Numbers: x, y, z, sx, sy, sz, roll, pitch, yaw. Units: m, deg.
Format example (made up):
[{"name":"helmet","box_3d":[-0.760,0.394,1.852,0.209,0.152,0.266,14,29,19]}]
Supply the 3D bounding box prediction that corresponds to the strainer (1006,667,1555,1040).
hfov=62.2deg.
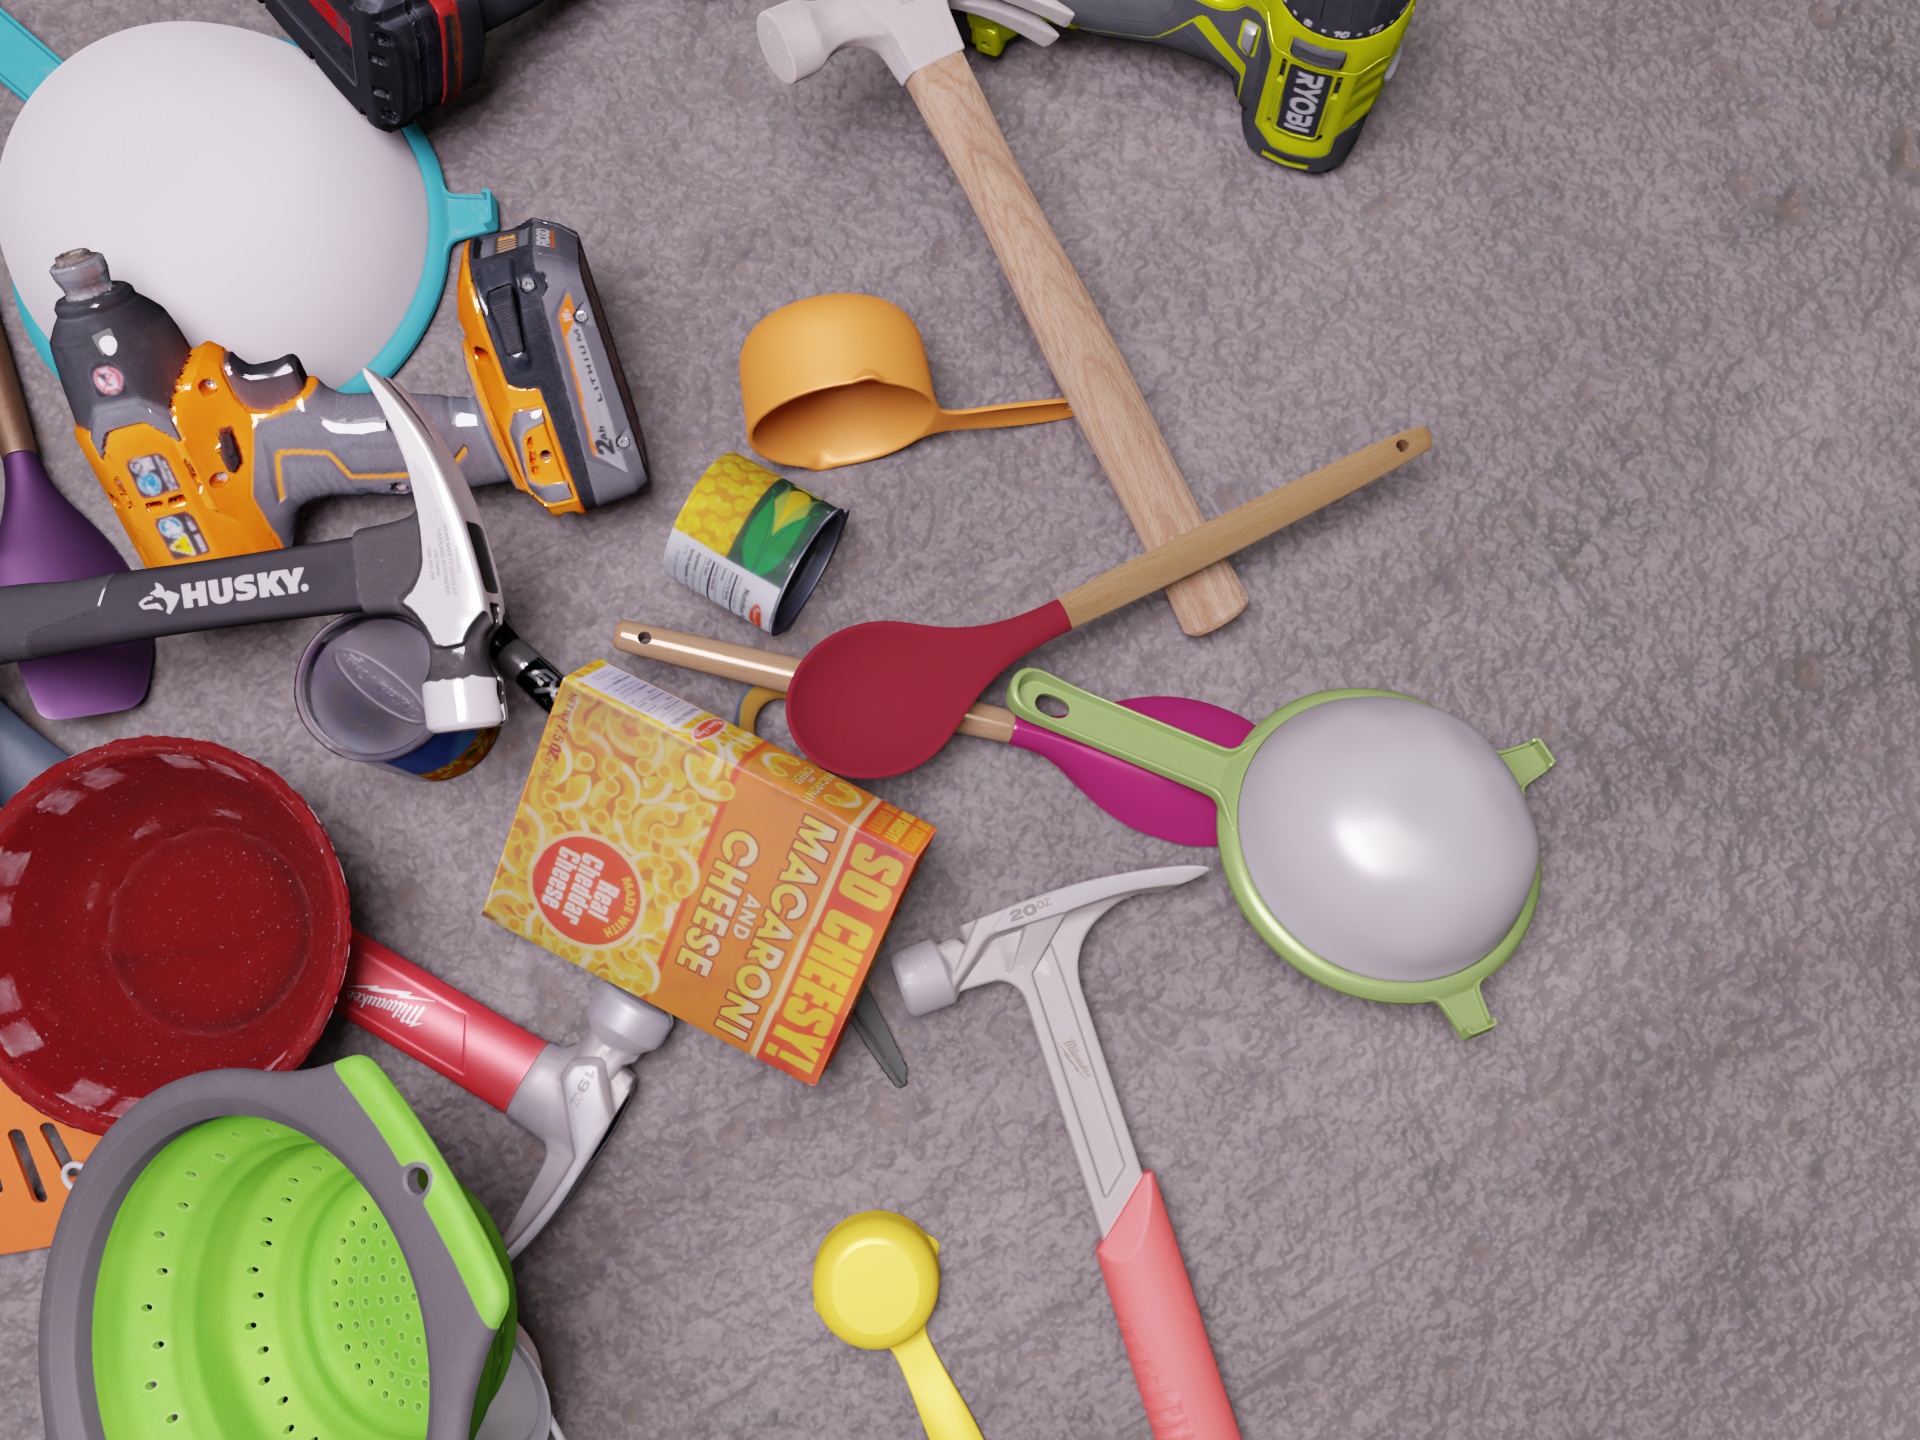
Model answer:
[{"name":"strainer","box_3d":[0.144,0.022,0.696,0.256,0.069,0.151,22,65,2]}]

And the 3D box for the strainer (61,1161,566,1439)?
[{"name":"strainer","box_3d":[-0.268,0.248,0.679,0.258,0.050,0.087,27,112,1]}]

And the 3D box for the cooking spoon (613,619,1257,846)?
[{"name":"cooking spoon","box_3d":[-0.001,-0.002,0.730,0.319,0.017,0.069,13,80,-5]}]

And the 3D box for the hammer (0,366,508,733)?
[{"name":"hammer","box_3d":[-0.356,-0.049,0.645,0.335,0.035,0.146,-8,91,2]}]

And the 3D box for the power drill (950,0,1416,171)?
[{"name":"power drill","box_3d":[0.092,-0.344,0.711,0.228,0.190,0.080,21,82,6]}]

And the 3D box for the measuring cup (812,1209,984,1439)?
[{"name":"measuring cup","box_3d":[-0.014,0.290,0.691,0.062,0.029,0.156,-27,81,-5]}]

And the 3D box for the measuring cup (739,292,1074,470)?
[{"name":"measuring cup","box_3d":[-0.019,-0.162,0.743,0.173,0.095,0.052,-8,76,-21]}]

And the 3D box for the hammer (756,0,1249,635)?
[{"name":"hammer","box_3d":[0.045,-0.190,0.720,0.130,0.031,0.331,-32,100,-17]}]

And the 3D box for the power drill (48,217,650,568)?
[{"name":"power drill","box_3d":[-0.266,-0.144,0.692,0.226,0.084,0.164,-16,125,-4]}]

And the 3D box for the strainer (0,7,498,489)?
[{"name":"strainer","box_3d":[-0.401,-0.280,0.735,0.340,0.095,0.211,40,83,3]}]

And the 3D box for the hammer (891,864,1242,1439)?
[{"name":"hammer","box_3d":[0.092,0.248,0.697,0.149,0.036,0.359,-18,82,-4]}]

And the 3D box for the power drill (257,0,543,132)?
[{"name":"power drill","box_3d":[-0.224,-0.397,0.746,0.227,0.080,0.188,-39,84,-25]}]

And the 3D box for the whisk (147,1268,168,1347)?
[{"name":"whisk","box_3d":[-0.281,0.331,0.668,0.073,0.073,0.296,-37,79,-6]}]

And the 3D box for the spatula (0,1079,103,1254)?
[{"name":"spatula","box_3d":[-0.423,0.072,0.683,0.081,0.041,0.322,-10,90,-12]}]

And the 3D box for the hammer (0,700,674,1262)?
[{"name":"hammer","box_3d":[-0.329,0.097,0.710,0.386,0.038,0.143,30,84,3]}]

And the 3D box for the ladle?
[{"name":"ladle","box_3d":[0.069,-0.060,0.708,0.315,0.031,0.069,-26,86,-3]}]

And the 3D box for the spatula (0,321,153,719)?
[{"name":"spatula","box_3d":[-0.447,-0.147,0.749,0.059,0.018,0.316,-14,77,-40]}]

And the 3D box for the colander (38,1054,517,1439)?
[{"name":"colander","box_3d":[-0.293,0.283,0.618,0.397,0.094,0.205,-44,71,15]}]
